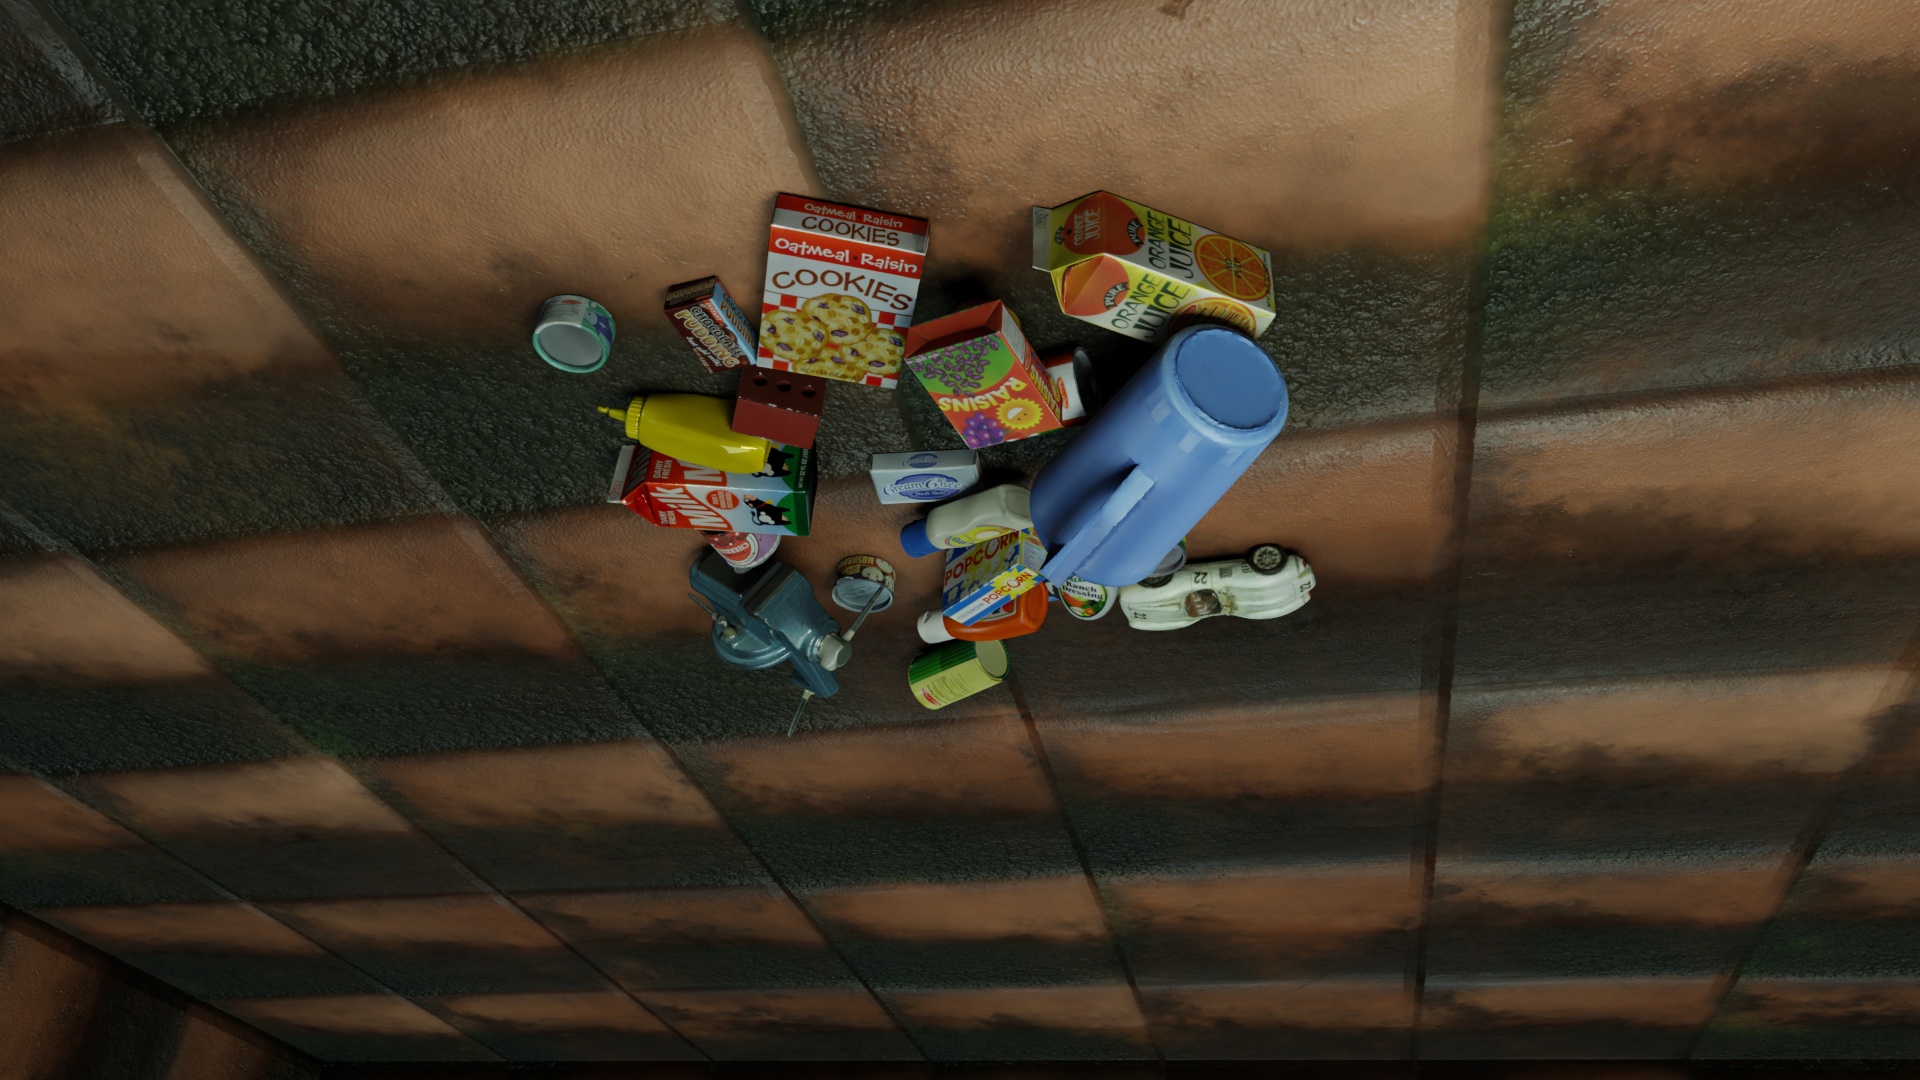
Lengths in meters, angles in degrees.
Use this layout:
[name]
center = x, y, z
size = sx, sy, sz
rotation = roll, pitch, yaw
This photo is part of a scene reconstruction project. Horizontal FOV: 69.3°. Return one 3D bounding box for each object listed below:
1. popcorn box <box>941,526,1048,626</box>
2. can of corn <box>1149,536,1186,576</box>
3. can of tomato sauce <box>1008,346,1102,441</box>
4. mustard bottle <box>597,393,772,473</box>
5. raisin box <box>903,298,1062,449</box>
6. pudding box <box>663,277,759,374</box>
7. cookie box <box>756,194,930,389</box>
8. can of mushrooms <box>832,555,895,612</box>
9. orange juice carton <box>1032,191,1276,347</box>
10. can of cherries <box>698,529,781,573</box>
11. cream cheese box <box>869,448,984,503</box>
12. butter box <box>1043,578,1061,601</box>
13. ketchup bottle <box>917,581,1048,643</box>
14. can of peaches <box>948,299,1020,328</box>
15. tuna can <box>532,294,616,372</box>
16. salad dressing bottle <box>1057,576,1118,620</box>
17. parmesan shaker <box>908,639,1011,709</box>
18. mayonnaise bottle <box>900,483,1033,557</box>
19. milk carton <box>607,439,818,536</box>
[popcorn box]
center = 0.035, 0.022, 1.399
size = 0.038, 0.085, 0.126
rotation = 29, 138, -28
[can of corn]
center = 0.188, -0.008, 1.364
size = 0.071, 0.058, 0.070
rotation = 3, 144, 2
[can of tomato sauce]
center = 0.073, -0.126, 1.210
size = 0.083, 0.071, 0.071
rotation = -12, 141, 22
[mustard bottle]
center = -0.254, -0.105, 1.278
size = 0.160, 0.066, 0.048
rotation = 12, 138, -1
[raisin box]
center = 0.021, -0.132, 1.127
size = 0.086, 0.040, 0.123
rotation = -14, 141, 23
[pudding box]
center = -0.211, -0.184, 1.190
size = 0.049, 0.030, 0.083
rotation = -10, 142, 18
[cookie box]
center = -0.099, -0.202, 1.145
size = 0.123, 0.040, 0.166
rotation = 9, 145, -7
[can of mushrooms]
center = -0.104, 0.046, 1.491
size = 0.071, 0.033, 0.070
rotation = 3, 145, 2
[orange juice carton]
center = 0.144, -0.207, 1.084
size = 0.193, 0.072, 0.072
rotation = 16, 142, -16
[can of cherries]
center = -0.222, -0.012, 1.391
size = 0.071, 0.072, 0.058
rotation = -11, 141, 21
[cream cheese box]
center = -0.032, -0.061, 1.343
size = 0.104, 0.024, 0.053
rotation = -2, 143, 9
[butter box]
center = 0.059, 0.048, 1.484
size = 0.103, 0.024, 0.053
rotation = -11, 140, 20
[ketchup bottle]
center = 0.021, 0.078, 1.458
size = 0.148, 0.065, 0.043
rotation = -16, 133, 38
[can of peaches]
center = 0.016, -0.162, 1.172
size = 0.071, 0.058, 0.071
rotation = 3, 144, 3
[tuna can]
center = -0.335, -0.177, 1.209
size = 0.071, 0.033, 0.070
rotation = 3, 143, 2
[salad dressing bottle]
center = 0.127, 0.018, 1.410
size = 0.064, 0.044, 0.146
rotation = 14, 140, 21
[parmesan shaker]
center = 0.001, 0.148, 1.592
size = 0.102, 0.072, 0.071
rotation = -27, 134, 34
[mayonnaise bottle]
center = 0.005, -0.017, 1.347
size = 0.147, 0.041, 0.065
rotation = -19, 159, 41
[milk carton]
center = -0.236, -0.058, 1.329
size = 0.191, 0.073, 0.073
rotation = 4, 144, 0
